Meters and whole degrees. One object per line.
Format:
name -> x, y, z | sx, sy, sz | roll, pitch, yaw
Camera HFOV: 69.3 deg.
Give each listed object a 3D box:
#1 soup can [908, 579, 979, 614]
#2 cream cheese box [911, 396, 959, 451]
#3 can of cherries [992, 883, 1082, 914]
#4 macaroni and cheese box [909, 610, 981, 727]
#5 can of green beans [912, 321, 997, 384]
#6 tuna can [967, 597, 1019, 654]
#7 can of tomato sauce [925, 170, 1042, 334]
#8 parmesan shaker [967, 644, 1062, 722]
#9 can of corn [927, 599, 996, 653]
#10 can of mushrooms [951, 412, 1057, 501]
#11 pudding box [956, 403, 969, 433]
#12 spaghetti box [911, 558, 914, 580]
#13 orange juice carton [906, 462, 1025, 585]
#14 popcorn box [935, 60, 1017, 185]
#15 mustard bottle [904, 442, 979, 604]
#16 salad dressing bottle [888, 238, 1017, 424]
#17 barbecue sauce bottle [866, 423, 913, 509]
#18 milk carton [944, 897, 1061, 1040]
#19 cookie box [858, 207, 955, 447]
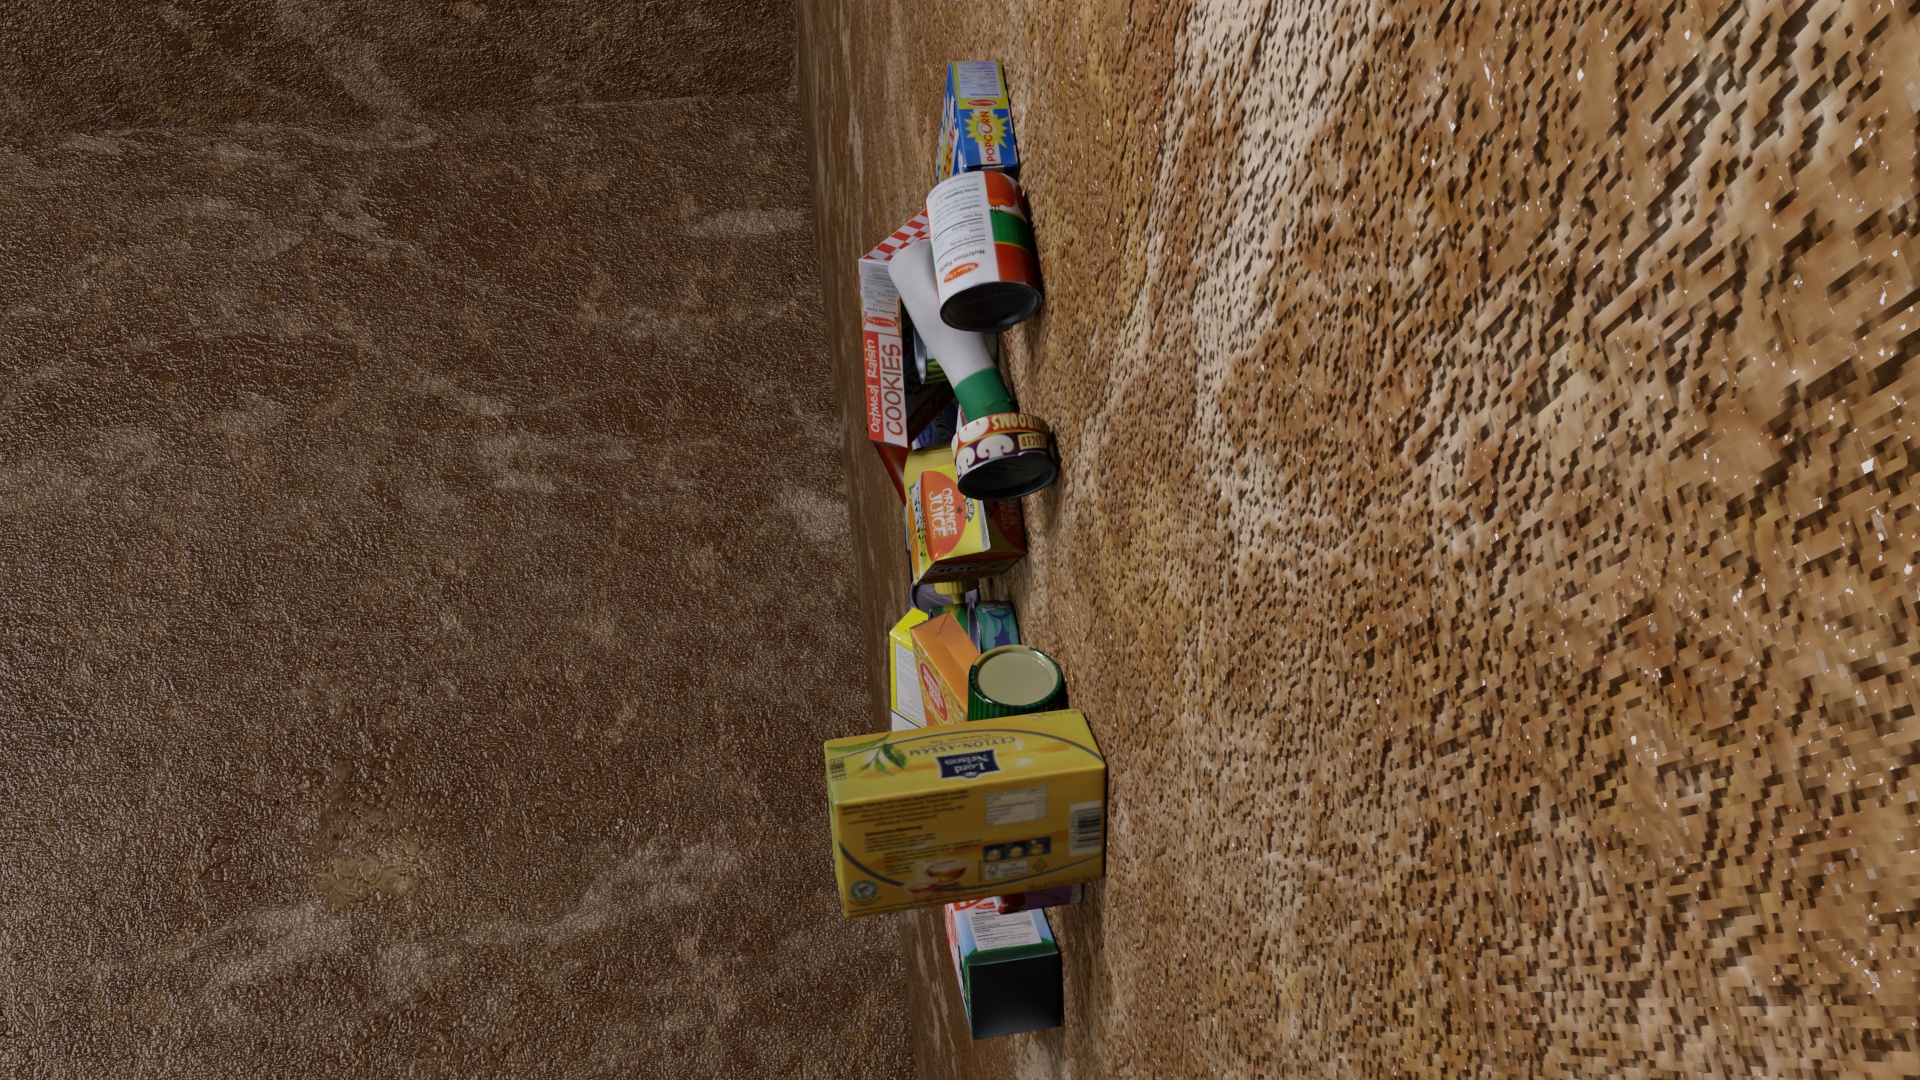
soup can -> -0.015, 0.074, 1.333 | 0.083, 0.071, 0.072 | 93, 168, -51
cream cheese box -> -0.020, -0.101, 1.273 | 0.024, 0.053, 0.104 | 101, 162, -70
can of cherries -> 0.050, 0.224, 0.978 | 0.071, 0.058, 0.071 | 176, 87, -83
macaroni and cheese box -> 0.011, 0.157, 1.120 | 0.124, 0.040, 0.165 | 53, 159, 43
can of green beans -> -0.005, -0.159, 1.098 | 0.071, 0.058, 0.071 | 177, 87, -82
tuna can -> 0.027, 0.080, 1.136 | 0.071, 0.033, 0.071 | 177, 87, -82
can of tomato sauce -> 0.015, -0.187, 0.908 | 0.071, 0.071, 0.083 | 106, 158, -70
parmesan shaker -> 0.035, 0.134, 0.977 | 0.071, 0.071, 0.102 | -106, 13, -52
can of corn -> 0.005, 0.085, 1.204 | 0.071, 0.058, 0.071 | 177, 87, -82
can of mushrooms -> 0.030, -0.055, 0.901 | 0.070, 0.071, 0.033 | 102, 161, -66
pudding box -> 0.016, -0.089, 1.102 | 0.083, 0.030, 0.050 | 96, 167, -57
spaghetti box -> -0.026, -0.026, 1.384 | 0.050, 0.029, 0.249 | 18, 119, 43
orange juice carton -> 0.004, -0.014, 1.087 | 0.192, 0.073, 0.072 | 130, 134, -79
popcorn box -> 0.009, -0.267, 0.987 | 0.126, 0.038, 0.085 | 106, 158, -71
mustard bottle -> -0.008, -0.004, 1.223 | 0.049, 0.065, 0.160 | -32, -65, -66
salad dressing bottle -> -0.004, -0.150, 1.029 | 0.064, 0.044, 0.148 | 0, -118, -65
barbecue sauce bottle -> -0.039, -0.052, 1.319 | 0.065, 0.043, 0.148 | -86, -30, -80
milk carton -> 0.028, 0.323, 1.159 | 0.191, 0.073, 0.072 | -116, 22, -70
cookie box -> -0.039, -0.180, 1.179 | 0.123, 0.040, 0.166 | -52, -32, -49
